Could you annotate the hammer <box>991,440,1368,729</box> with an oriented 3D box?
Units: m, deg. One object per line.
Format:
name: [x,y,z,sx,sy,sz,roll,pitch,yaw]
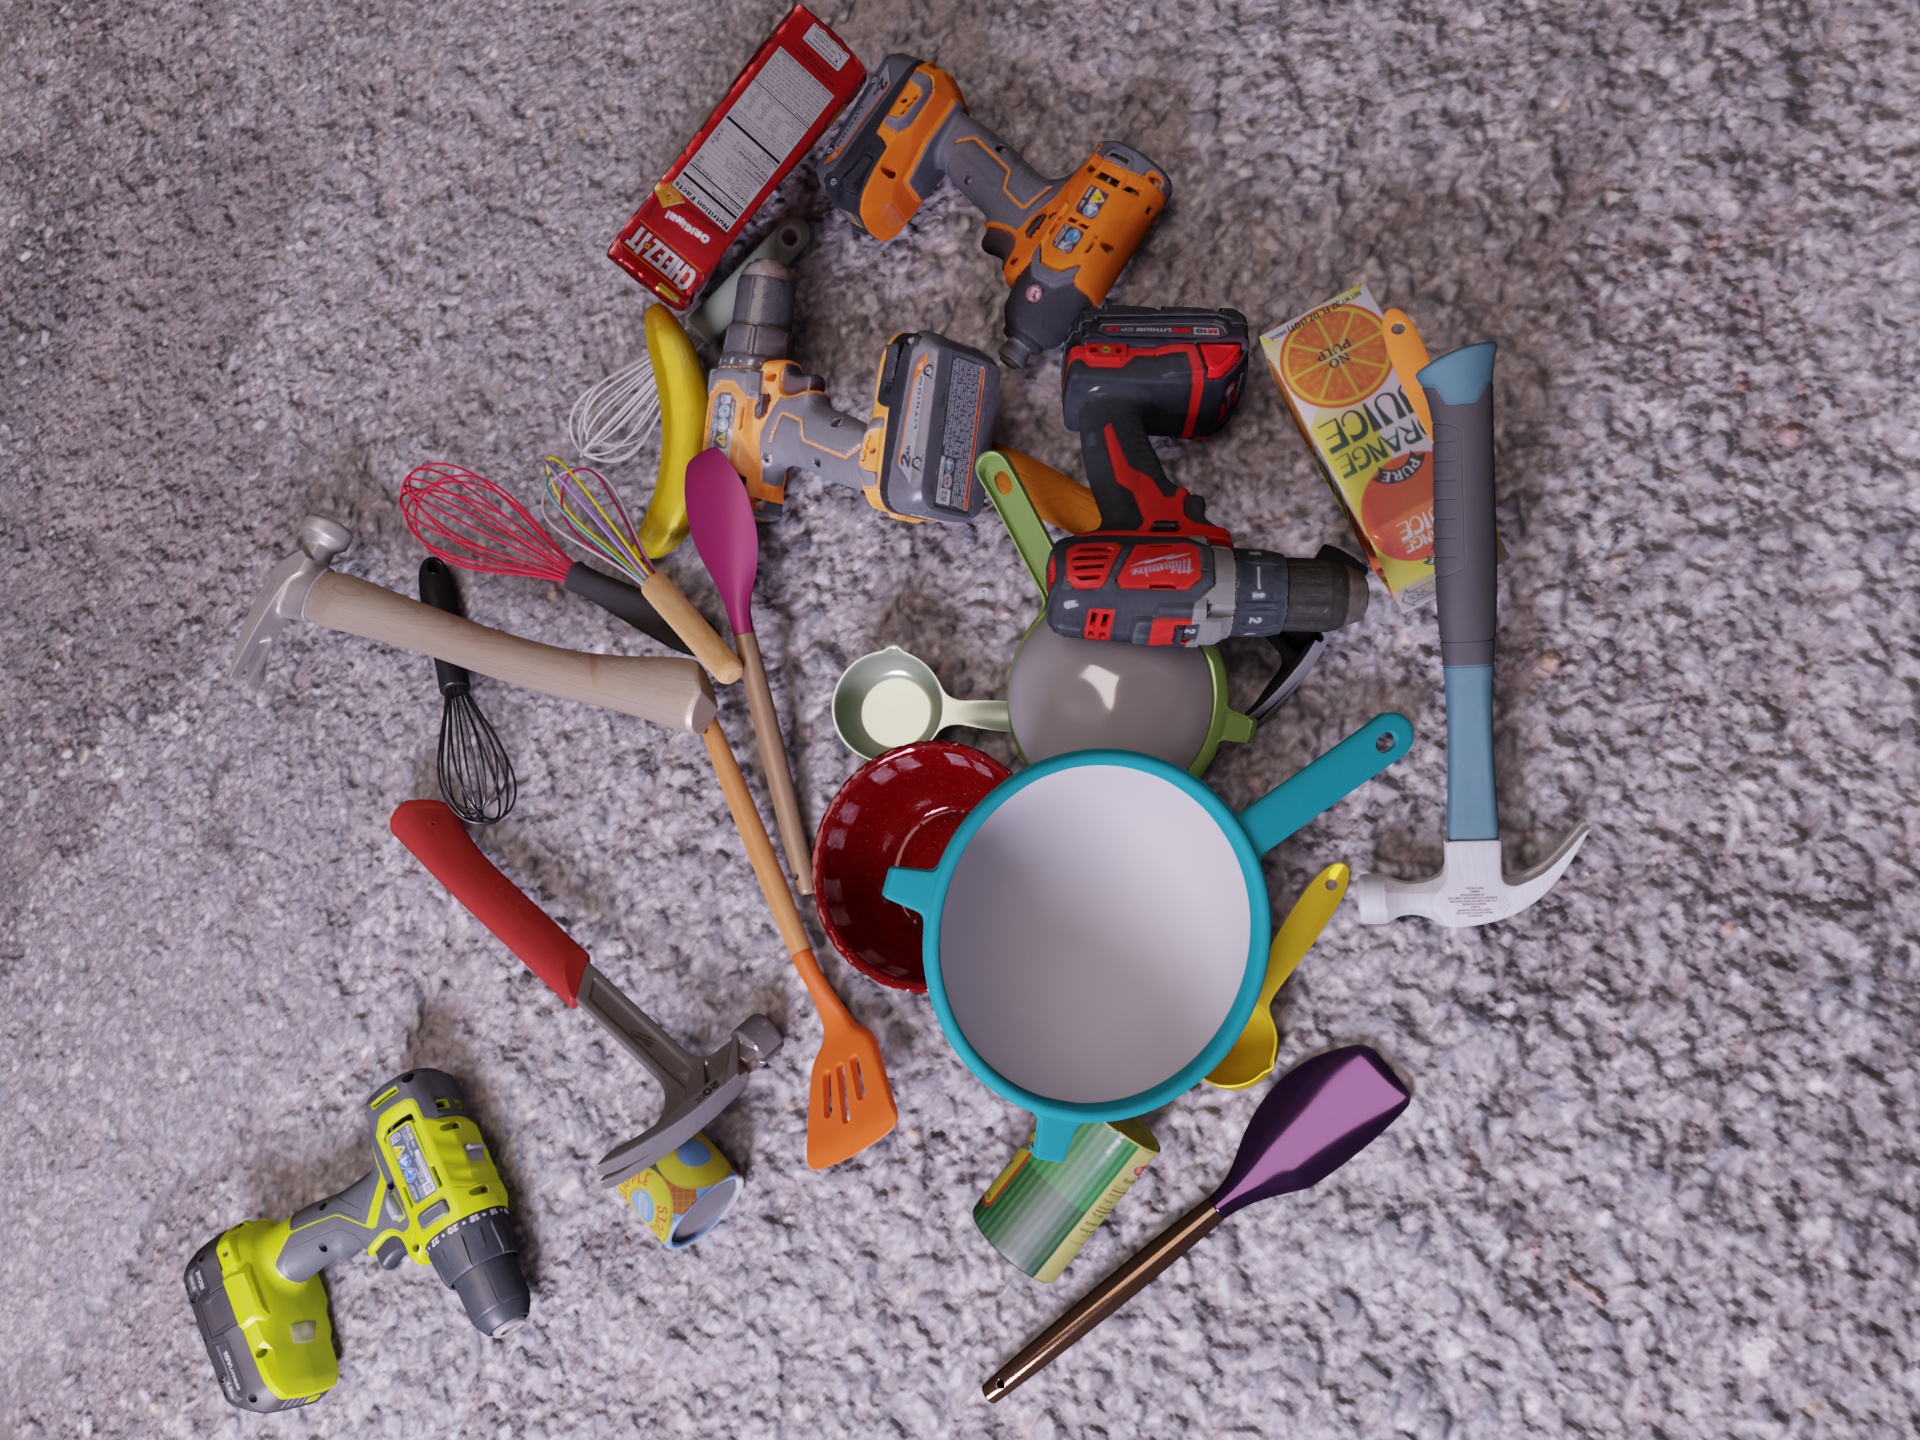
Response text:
hammer: [0.092,-0.123,1.054,0.337,0.034,0.127,32,90,25]

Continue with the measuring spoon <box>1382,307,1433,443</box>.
measuring spoon: [0.271,-0.194,0.931,0.021,0.011,0.117,-20,71,11]

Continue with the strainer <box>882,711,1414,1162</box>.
strainer: [0.120,0.088,0.951,0.340,0.095,0.211,-32,100,-16]

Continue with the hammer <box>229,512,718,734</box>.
hammer: [-0.361,-0.046,1.171,0.411,0.038,0.146,15,74,24]

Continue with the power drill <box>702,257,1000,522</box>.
power drill: [-0.085,-0.226,1.094,0.226,0.084,0.185,9,93,37]

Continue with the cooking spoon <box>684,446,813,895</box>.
cooking spoon: [-0.144,-0.035,1.102,0.069,0.017,0.319,-19,83,42]

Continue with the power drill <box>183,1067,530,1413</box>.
power drill: [-0.415,0.383,1.117,0.228,0.080,0.191,-36,68,8]

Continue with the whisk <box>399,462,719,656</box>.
whisk: [-0.304,-0.117,1.188,0.296,0.073,0.073,27,89,15]

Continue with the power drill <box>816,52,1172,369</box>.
power drill: [0.013,-0.354,1.114,0.227,0.084,0.164,33,92,21]

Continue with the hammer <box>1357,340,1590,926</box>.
hammer: [0.287,-0.046,0.905,0.128,0.033,0.331,-2,97,16]

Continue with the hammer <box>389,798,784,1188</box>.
hammer: [-0.295,0.167,1.110,0.359,0.036,0.149,34,53,29]

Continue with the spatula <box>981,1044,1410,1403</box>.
spatula: [0.132,0.305,0.950,0.316,0.018,0.060,-42,66,7]

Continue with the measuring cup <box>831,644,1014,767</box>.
measuring cup: [-0.002,-0.003,1.069,0.167,0.038,0.083,5,83,5]

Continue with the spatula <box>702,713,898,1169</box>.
spatula: [-0.121,0.134,1.066,0.081,0.041,0.323,-34,71,28]

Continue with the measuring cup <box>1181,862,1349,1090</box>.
measuring cup: [0.192,0.154,0.962,0.062,0.029,0.156,31,79,28]

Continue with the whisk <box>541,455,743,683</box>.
whisk: [-0.230,-0.109,1.139,0.245,0.051,0.047,46,123,25]

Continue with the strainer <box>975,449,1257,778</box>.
strainer: [0.062,-0.060,0.993,0.151,0.069,0.256,-31,78,25]

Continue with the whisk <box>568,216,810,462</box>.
whisk: [-0.204,-0.289,1.205,0.246,0.059,0.057,-45,103,3]

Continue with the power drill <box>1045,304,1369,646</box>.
power drill: [0.145,-0.144,0.973,0.188,0.080,0.227,1,59,0]

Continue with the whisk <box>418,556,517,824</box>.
whisk: [-0.383,-0.026,1.215,0.055,0.055,0.239,-26,65,14]
